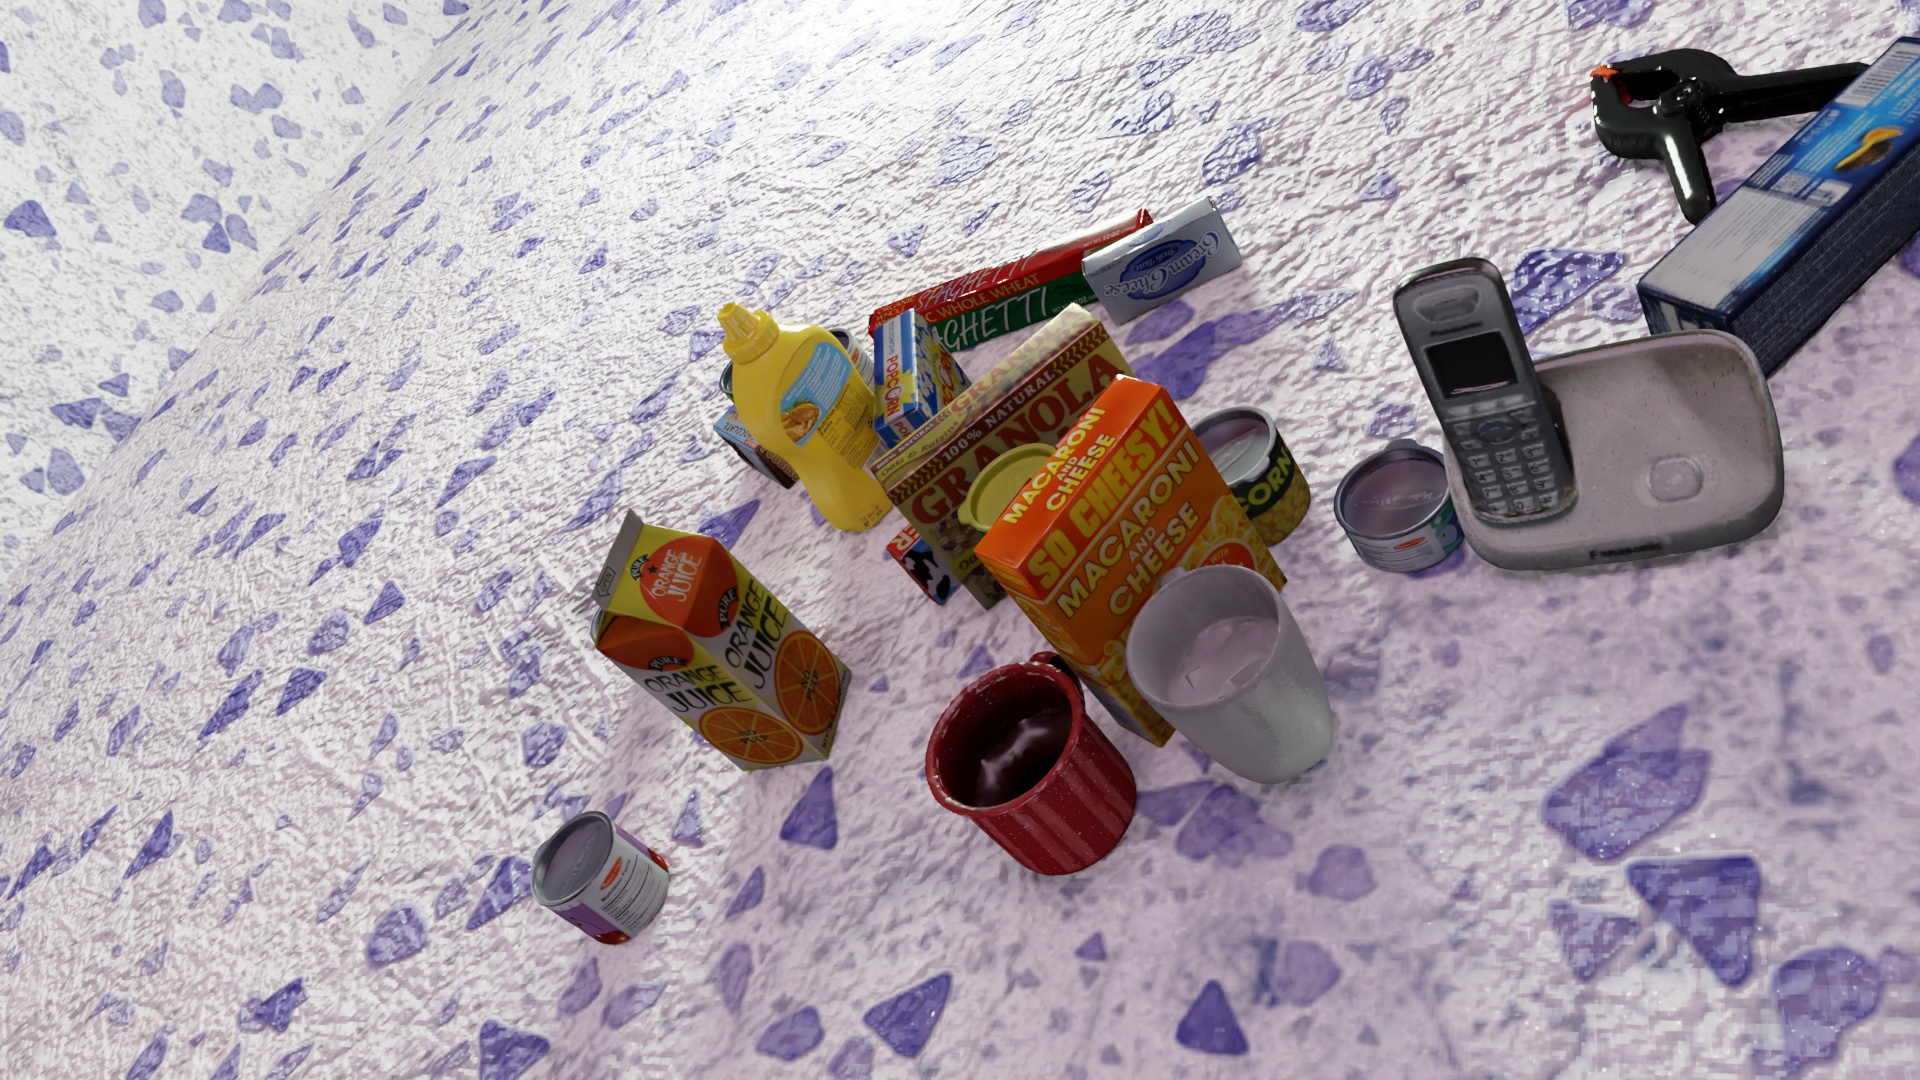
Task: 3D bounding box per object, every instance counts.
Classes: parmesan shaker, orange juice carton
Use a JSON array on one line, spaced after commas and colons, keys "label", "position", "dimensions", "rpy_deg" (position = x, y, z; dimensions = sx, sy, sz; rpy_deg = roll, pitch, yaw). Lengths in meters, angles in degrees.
[{"label": "parmesan shaker", "position": [0.055, 0.001, 0.834], "dimensions": [0.071, 0.102, 0.072], "rpy_deg": [-23, 40, 21]}, {"label": "orange juice carton", "position": [-0.157, 0.064, 0.874], "dimensions": [0.073, 0.192, 0.072], "rpy_deg": [-14, 44, 30]}]

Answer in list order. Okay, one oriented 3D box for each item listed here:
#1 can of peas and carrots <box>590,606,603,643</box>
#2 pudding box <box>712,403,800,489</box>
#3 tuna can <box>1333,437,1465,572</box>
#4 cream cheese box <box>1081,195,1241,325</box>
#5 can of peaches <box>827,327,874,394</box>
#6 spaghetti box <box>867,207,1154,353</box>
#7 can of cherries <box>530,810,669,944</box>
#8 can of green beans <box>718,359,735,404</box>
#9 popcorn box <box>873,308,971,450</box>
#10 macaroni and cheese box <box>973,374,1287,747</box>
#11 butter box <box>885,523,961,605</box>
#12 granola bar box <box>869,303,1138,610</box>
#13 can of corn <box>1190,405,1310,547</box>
[{"label": "can of peas and carrots", "position": [-0.233, 0.066, 1.046], "dimensions": [0.071, 0.058, 0.071], "rpy_deg": [-23, 40, 21]}, {"label": "pudding box", "position": [-0.164, -0.078, 1.142], "dimensions": [0.030, 0.049, 0.084], "rpy_deg": [-48, 38, -10]}, {"label": "tuna can", "position": [0.241, -0.019, 0.756], "dimensions": [0.071, 0.032, 0.071], "rpy_deg": [-23, 40, 21]}, {"label": "cream cheese box", "position": [0.145, -0.201, 1.003], "dimensions": [0.103, 0.053, 0.024], "rpy_deg": [-25, 40, 19]}, {"label": "can of peaches", "position": [-0.102, -0.130, 1.135], "dimensions": [0.071, 0.058, 0.071], "rpy_deg": [-23, 40, 21]}, {"label": "spaghetti box", "position": [0.040, -0.192, 1.085], "dimensions": [0.249, 0.050, 0.029], "rpy_deg": [-16, 44, 28]}, {"label": "can of cherries", "position": [-0.232, 0.216, 0.893], "dimensions": [0.071, 0.058, 0.072], "rpy_deg": [-23, 40, 21]}, {"label": "can of green beans", "position": [-0.163, -0.131, 1.187], "dimensions": [0.071, 0.057, 0.071], "rpy_deg": [-23, 40, 21]}, {"label": "popcorn box", "position": [-0.025, -0.100, 1.018], "dimensions": [0.038, 0.085, 0.127], "rpy_deg": [-25, 40, 19]}, {"label": "macaroni and cheese box", "position": [0.094, 0.014, 0.735], "dimensions": [0.124, 0.166, 0.040], "rpy_deg": [-51, 38, -14]}, {"label": "butter box", "position": [0.003, -0.012, 0.931], "dimensions": [0.103, 0.053, 0.024], "rpy_deg": [-46, 38, -8]}, {"label": "granola bar box", "position": [0.044, -0.051, 0.878], "dimensions": [0.165, 0.124, 0.039], "rpy_deg": [-39, 37, 2]}, {"label": "can of corn", "position": [0.166, -0.035, 0.813], "dimensions": [0.071, 0.058, 0.071], "rpy_deg": [-23, 40, 21]}]
